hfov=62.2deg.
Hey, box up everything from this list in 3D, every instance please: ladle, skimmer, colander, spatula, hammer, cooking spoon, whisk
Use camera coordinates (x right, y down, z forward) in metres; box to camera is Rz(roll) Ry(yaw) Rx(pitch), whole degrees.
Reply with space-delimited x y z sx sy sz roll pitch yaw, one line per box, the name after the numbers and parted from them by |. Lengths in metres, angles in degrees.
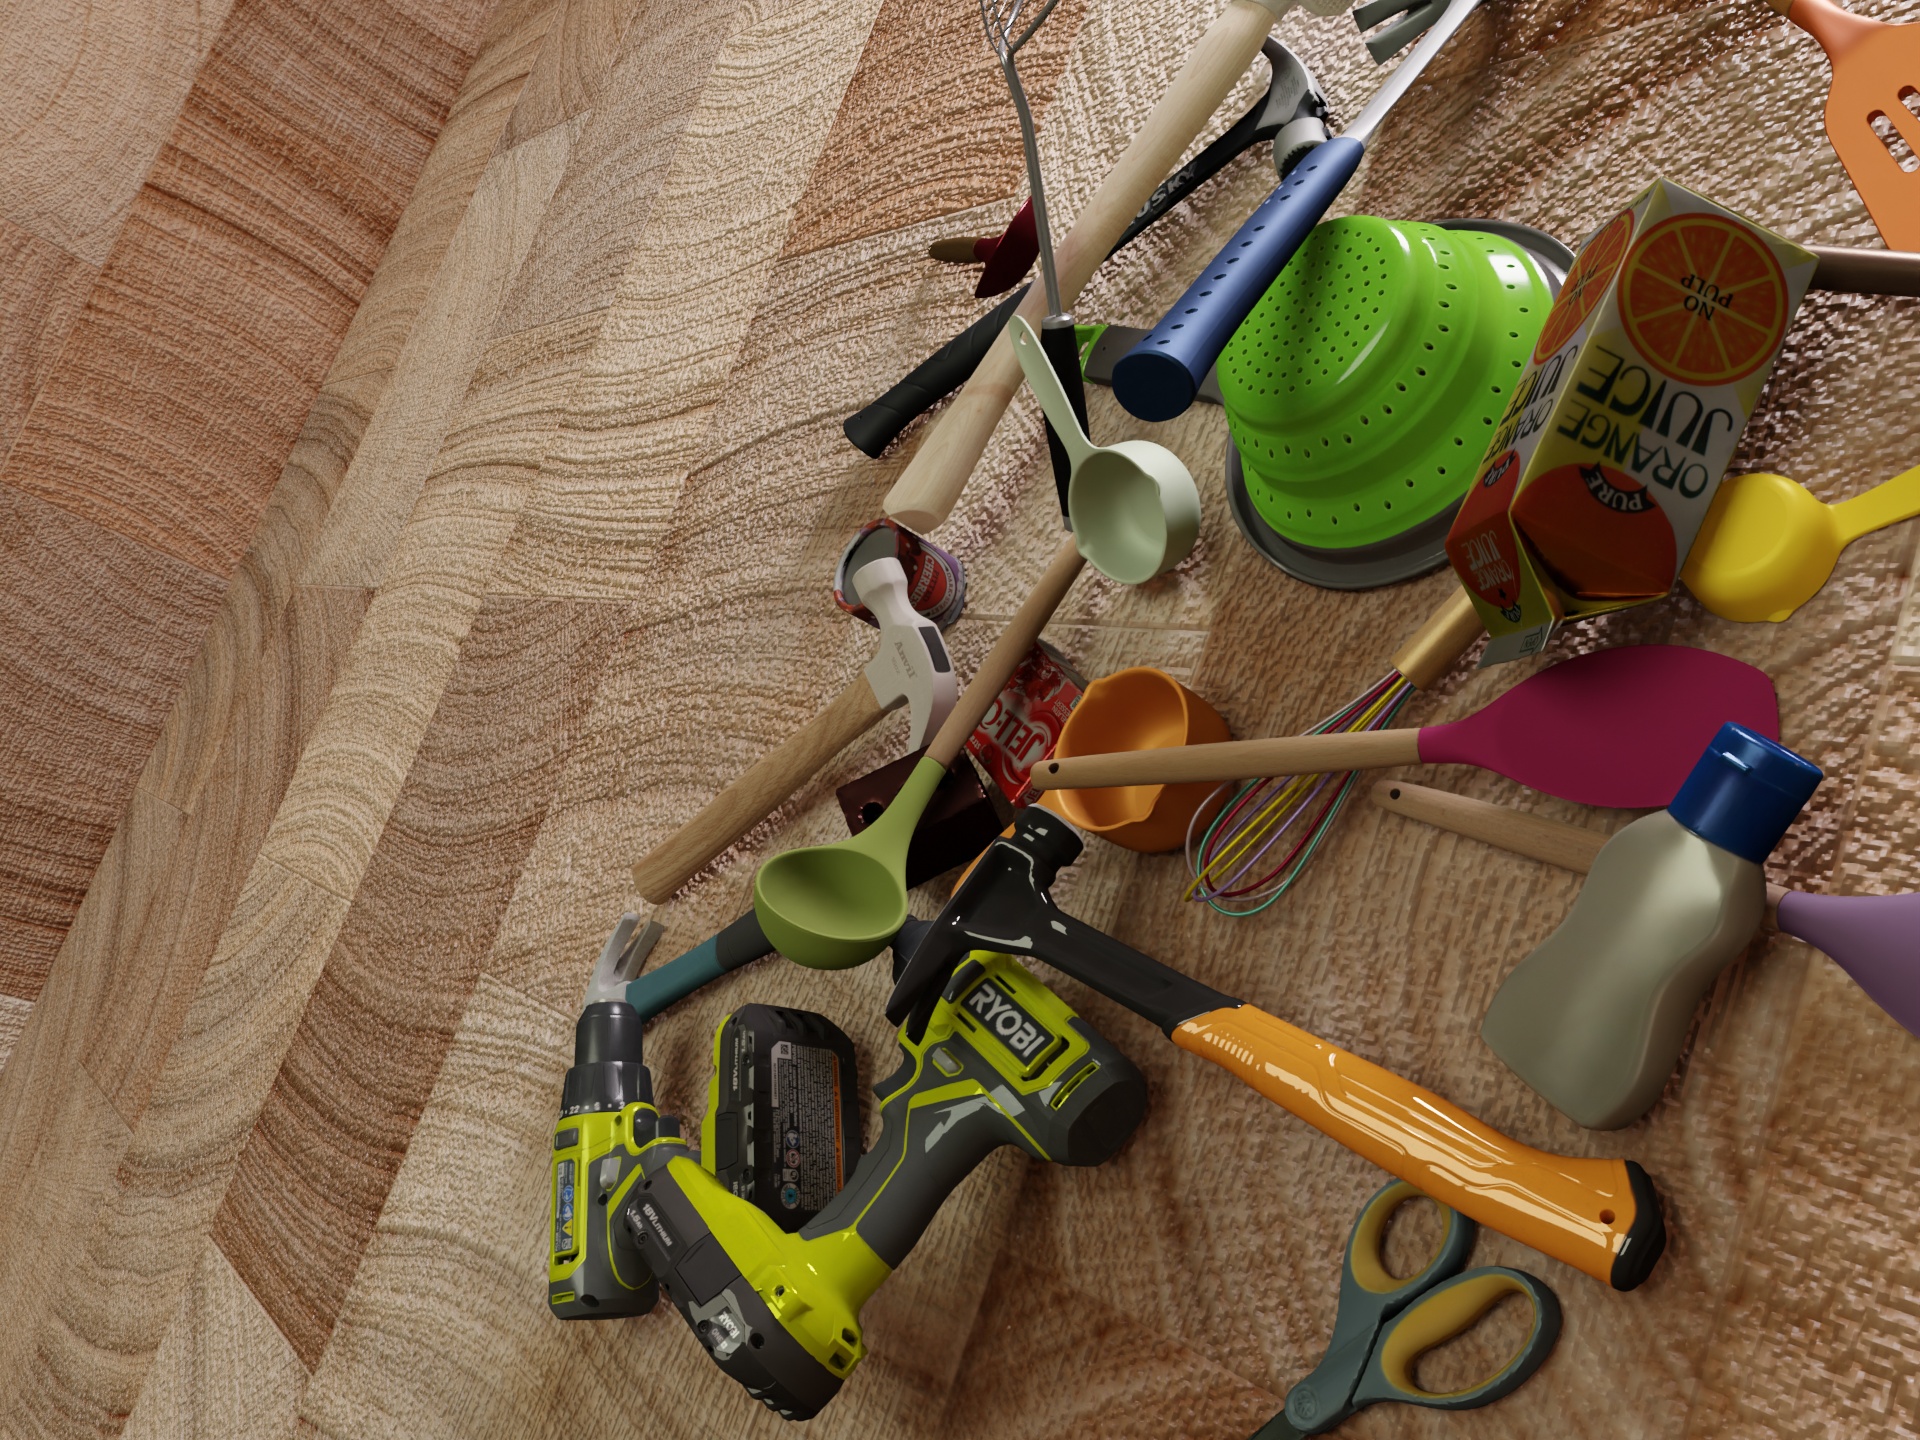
0.009 -0.312 1.057 0.069 0.031 0.316 -57 18 8 | ladle
0.073 -0.287 0.878 0.127 0.090 0.363 -118 17 -68 | skimmer
0.149 -0.196 0.835 0.397 0.094 0.204 27 89 53 | colander
0.372 -0.324 0.715 0.081 0.041 0.323 -41 37 29 | spatula
0.116 0.140 0.653 0.337 0.034 0.127 22 67 41 | hammer
0.064 -0.293 1.048 0.409 0.036 0.149 -31 46 35 | hammer
0.277 0.065 0.584 0.316 0.018 0.060 20 88 52 | spatula
-0.117 0.039 1.030 0.331 0.031 0.130 -38 69 38 | hammer
0.184 -0.276 0.768 0.144 0.035 0.406 -6 39 51 | hammer
0.172 0.013 0.682 0.319 0.017 0.069 -6 66 30 | cooking spoon
-0.140 0.144 1.017 0.331 0.033 0.128 -32 47 33 | hammer
-0.001 -0.003 0.851 0.078 0.062 0.320 26 67 19 | ladle
0.185 -0.003 0.713 0.245 0.047 0.051 -49 44 14 | whisk
0.076 -0.295 0.975 0.410 0.038 0.146 -54 34 10 | hammer

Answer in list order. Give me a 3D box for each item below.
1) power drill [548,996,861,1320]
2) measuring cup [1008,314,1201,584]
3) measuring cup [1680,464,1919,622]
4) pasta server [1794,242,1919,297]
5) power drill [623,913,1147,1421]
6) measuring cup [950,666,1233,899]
-0.163 0.241 0.932 0.228 0.080 0.191 -25 58 39 | power drill
0.077 -0.155 0.877 0.168 0.038 0.083 63 147 9 | measuring cup
0.342 -0.088 0.591 0.156 0.029 0.062 -28 48 40 | measuring cup
0.371 -0.168 0.612 0.316 0.040 0.060 36 109 58 | pasta server
-0.043 0.202 0.768 0.223 0.080 0.171 -43 46 -12 | power drill
0.067 0.049 0.816 0.173 0.052 0.095 -45 40 25 | measuring cup
